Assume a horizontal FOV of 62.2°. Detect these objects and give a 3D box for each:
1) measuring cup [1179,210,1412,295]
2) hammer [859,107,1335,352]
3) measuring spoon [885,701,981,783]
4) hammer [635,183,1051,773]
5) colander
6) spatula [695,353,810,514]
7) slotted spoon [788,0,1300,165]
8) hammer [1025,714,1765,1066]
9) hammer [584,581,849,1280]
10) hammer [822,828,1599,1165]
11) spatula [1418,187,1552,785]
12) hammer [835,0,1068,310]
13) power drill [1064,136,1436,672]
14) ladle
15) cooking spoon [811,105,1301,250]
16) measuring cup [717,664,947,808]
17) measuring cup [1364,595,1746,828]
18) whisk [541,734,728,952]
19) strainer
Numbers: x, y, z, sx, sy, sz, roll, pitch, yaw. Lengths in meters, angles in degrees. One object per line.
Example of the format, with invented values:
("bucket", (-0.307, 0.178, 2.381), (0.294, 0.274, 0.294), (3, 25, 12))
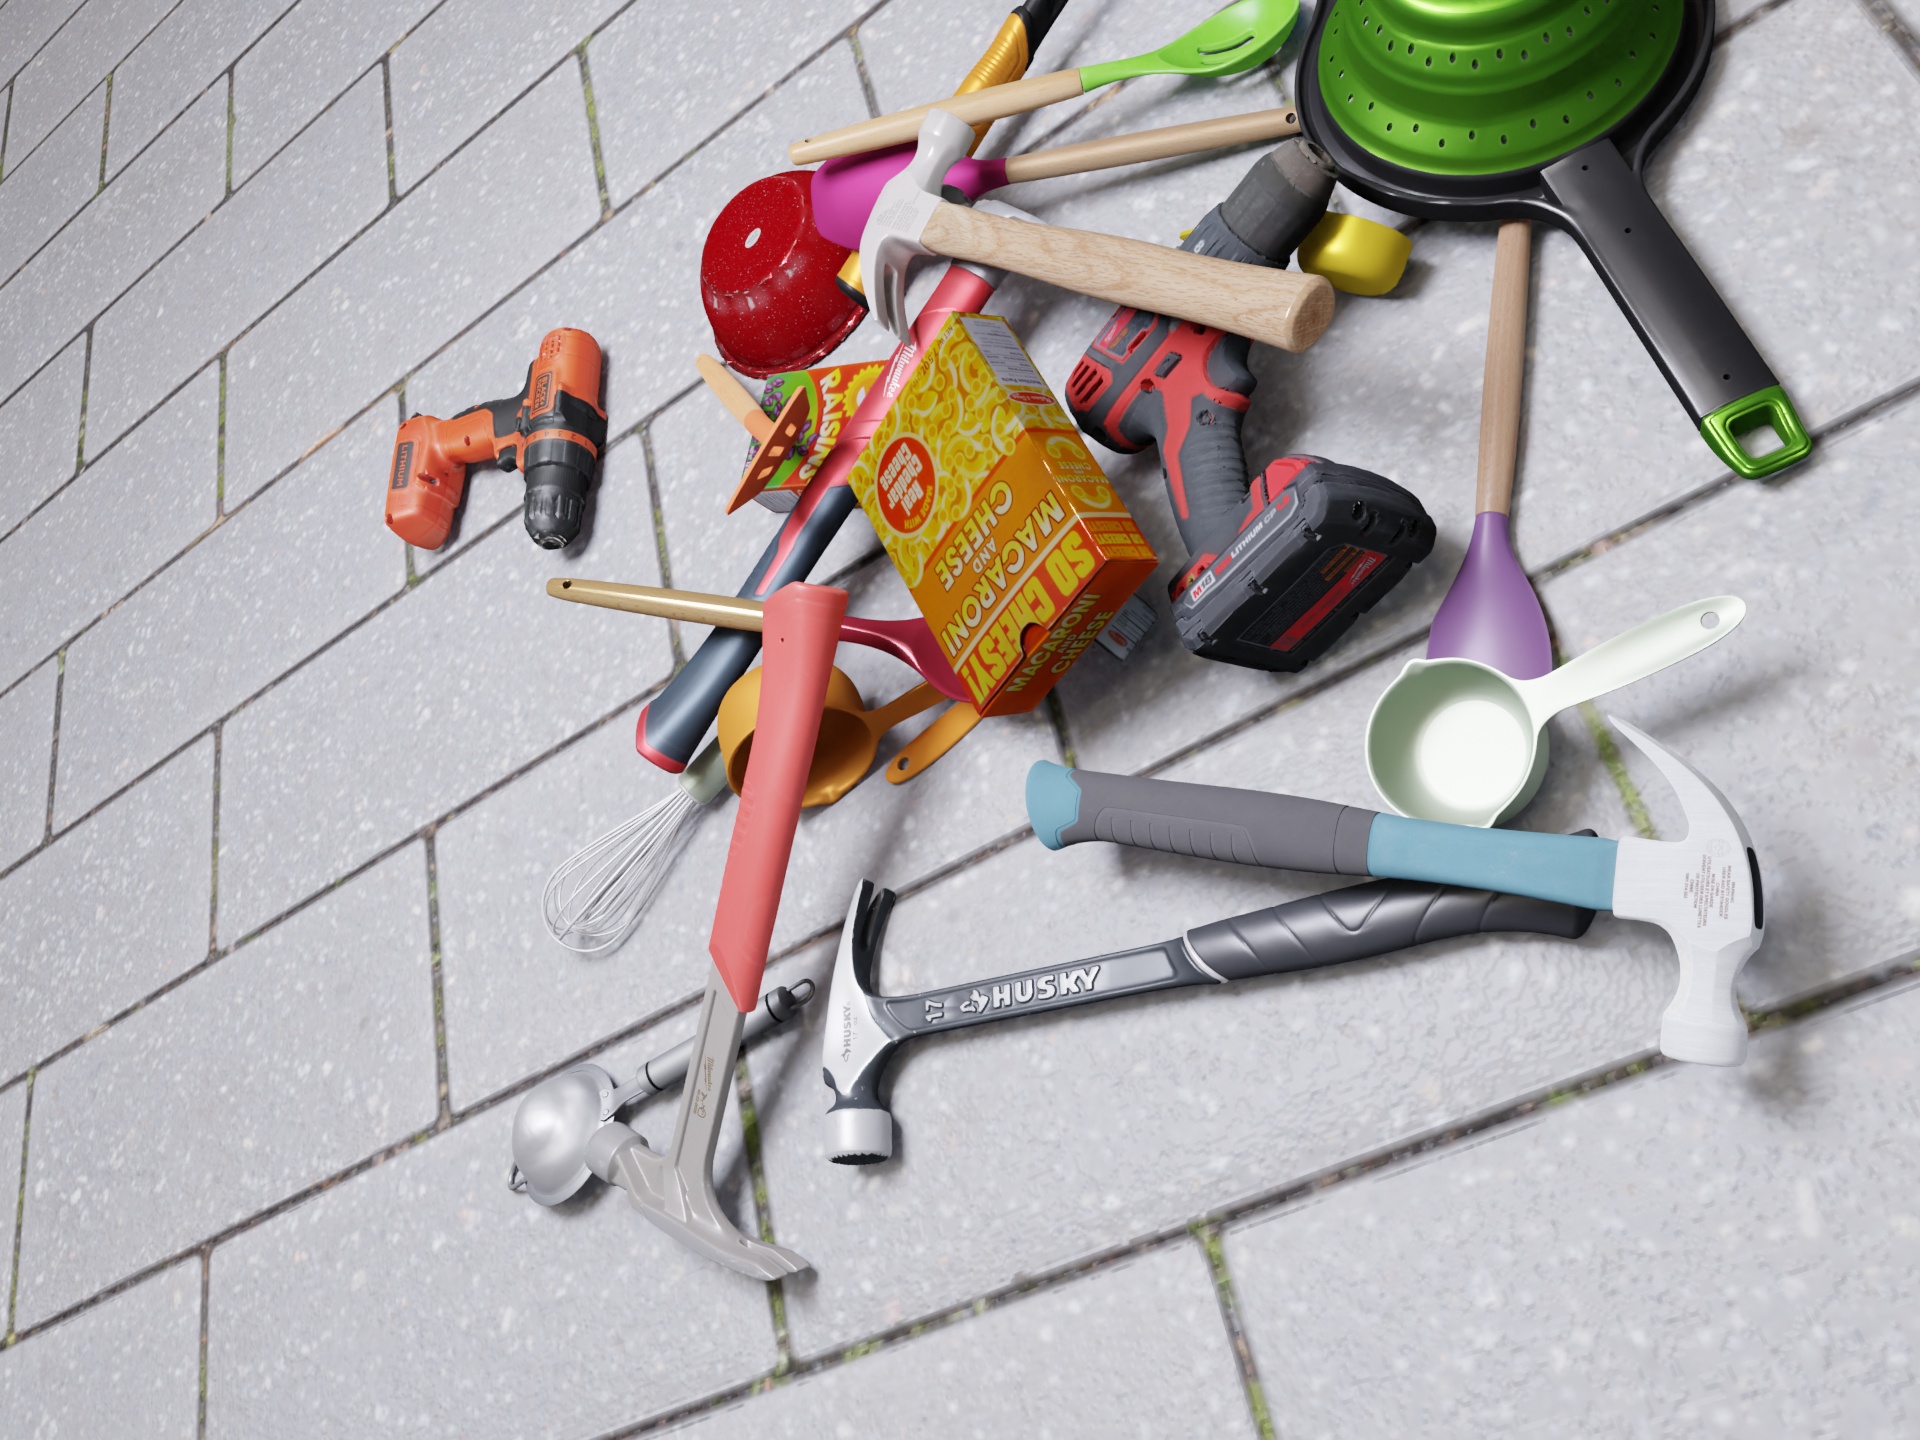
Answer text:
("measuring cup", (0.173, -0.252, 0.863), (0.157, 0.062, 0.029), (20, 96, 50))
("hammer", (0.056, -0.237, 0.823), (0.332, 0.031, 0.130), (31, 94, 45))
("measuring spoon", (-0.001, -0.003, 0.902), (0.117, 0.011, 0.021), (-40, 53, 16))
("hammer", (-0.065, -0.128, 0.932), (0.143, 0.038, 0.386), (36, 94, 36))
("colander", (0.284, -0.288, 0.744), (0.204, 0.094, 0.397), (-24, 63, 11))
("spatula", (-0.140, -0.197, 0.992), (0.081, 0.041, 0.323), (-57, 28, 10))
("slotted spoon", (0.047, -0.377, 0.952), (0.314, 0.031, 0.070), (-11, 44, 10))
("hammer", (0.168, 0.054, 0.693), (0.331, 0.033, 0.128), (6, 86, 37))
("hammer", (-0.107, 0.105, 0.843), (0.149, 0.036, 0.359), (18, 98, 33))
("hammer", (0.100, 0.113, 0.768), (0.409, 0.036, 0.149), (-18, 61, 29))
("spatula", (0.258, -0.121, 0.761), (0.060, 0.018, 0.316), (-2, 71, 36))
("hammer", (0.020, -0.411, 0.999), (0.337, 0.127, 0.034), (-55, 49, 12))
("power drill", (0.147, -0.158, 0.790), (0.187, 0.080, 0.227), (-49, 46, 37))
("ladle", (-0.094, -0.055, 0.896), (0.315, 0.031, 0.069), (9, 64, 17))
("cooking spoon", (0.053, -0.334, 0.954), (0.319, 0.017, 0.068), (-3, 102, 21))
("measuring cup", (-0.059, -0.015, 0.916), (0.173, 0.095, 0.052), (-27, 51, 2))
("measuring cup", (0.257, -0.008, 0.685), (0.167, 0.038, 0.083), (-30, 66, 27))
("whisk", (-0.171, 0.050, 0.985), (0.059, 0.058, 0.246), (45, 98, 4))
("strainer", (-0.188, 0.211, 0.931), (0.258, 0.050, 0.087), (-31, 44, 17))
